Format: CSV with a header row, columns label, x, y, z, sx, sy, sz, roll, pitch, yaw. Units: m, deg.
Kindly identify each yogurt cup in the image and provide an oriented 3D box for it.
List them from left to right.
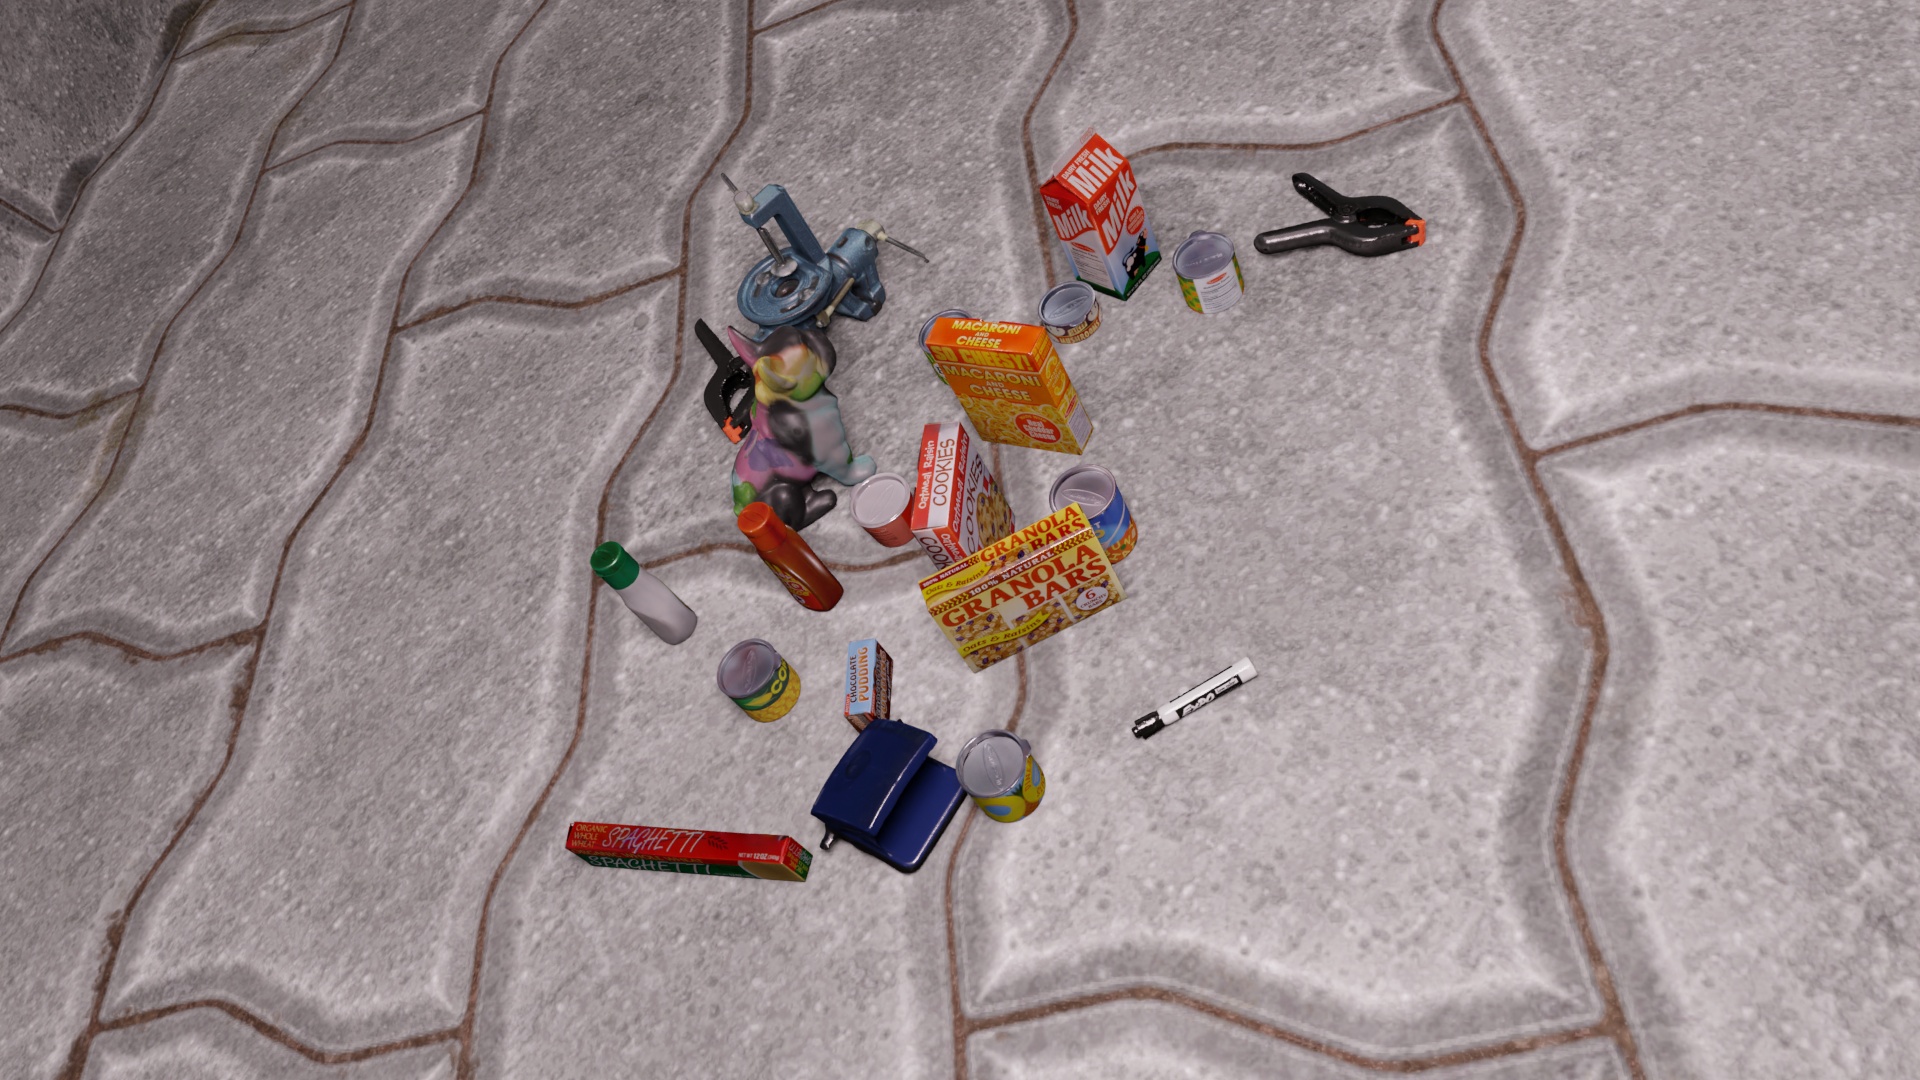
label,x,y,z,sx,sy,sz,roll,pitch,yaw
yogurt cup,-0.075,-0.029,1.457,0.072,0.053,0.073,-12,52,17

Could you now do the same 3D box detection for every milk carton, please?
label,x,y,z,sx,sy,sz,roll,pitch,yaw
milk carton,0.148,-0.355,1.499,0.073,0.190,0.072,29,73,37

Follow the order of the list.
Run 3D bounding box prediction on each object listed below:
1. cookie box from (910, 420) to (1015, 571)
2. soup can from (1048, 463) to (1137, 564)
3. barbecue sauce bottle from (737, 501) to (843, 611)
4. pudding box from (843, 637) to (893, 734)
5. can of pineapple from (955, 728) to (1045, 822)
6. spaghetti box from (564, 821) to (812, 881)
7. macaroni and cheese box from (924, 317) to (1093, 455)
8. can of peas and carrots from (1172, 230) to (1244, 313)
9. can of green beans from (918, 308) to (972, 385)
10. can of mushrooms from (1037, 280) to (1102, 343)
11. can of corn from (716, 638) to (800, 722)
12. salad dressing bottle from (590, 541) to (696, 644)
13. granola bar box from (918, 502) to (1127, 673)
label,x,y,z,sx,sy,sz,roll,pitch,yaw
cookie box,0.005,-0.017,1.337,0.040,0.167,0.123,-9,54,20
soup can,0.128,-0.021,1.338,0.071,0.083,0.072,-12,53,17
barbecue sauce bottle,-0.175,0.016,1.409,0.065,0.148,0.044,21,68,35
pudding box,-0.089,0.142,1.343,0.030,0.049,0.084,-11,53,18
can of pineapple,0.038,0.209,1.231,0.071,0.057,0.071,-12,53,17
spaghetti box,-0.260,0.293,1.313,0.250,0.050,0.029,-2,56,24
macaroni and cheese box,0.052,-0.158,1.417,0.124,0.166,0.040,11,62,31
can of peas and carrots,0.264,-0.287,1.482,0.071,0.058,0.071,-12,53,17
can of green beans,-0.006,-0.216,1.557,0.071,0.057,0.071,-12,53,17
can of mushrooms,0.123,-0.251,1.539,0.071,0.033,0.071,-12,52,17
can of corn,-0.199,0.140,1.390,0.071,0.058,0.071,-12,53,17
salad dressing bottle,-0.332,0.055,1.454,0.064,0.147,0.044,20,67,34
granola bar box,0.059,0.045,1.295,0.165,0.123,0.039,-27,50,5
